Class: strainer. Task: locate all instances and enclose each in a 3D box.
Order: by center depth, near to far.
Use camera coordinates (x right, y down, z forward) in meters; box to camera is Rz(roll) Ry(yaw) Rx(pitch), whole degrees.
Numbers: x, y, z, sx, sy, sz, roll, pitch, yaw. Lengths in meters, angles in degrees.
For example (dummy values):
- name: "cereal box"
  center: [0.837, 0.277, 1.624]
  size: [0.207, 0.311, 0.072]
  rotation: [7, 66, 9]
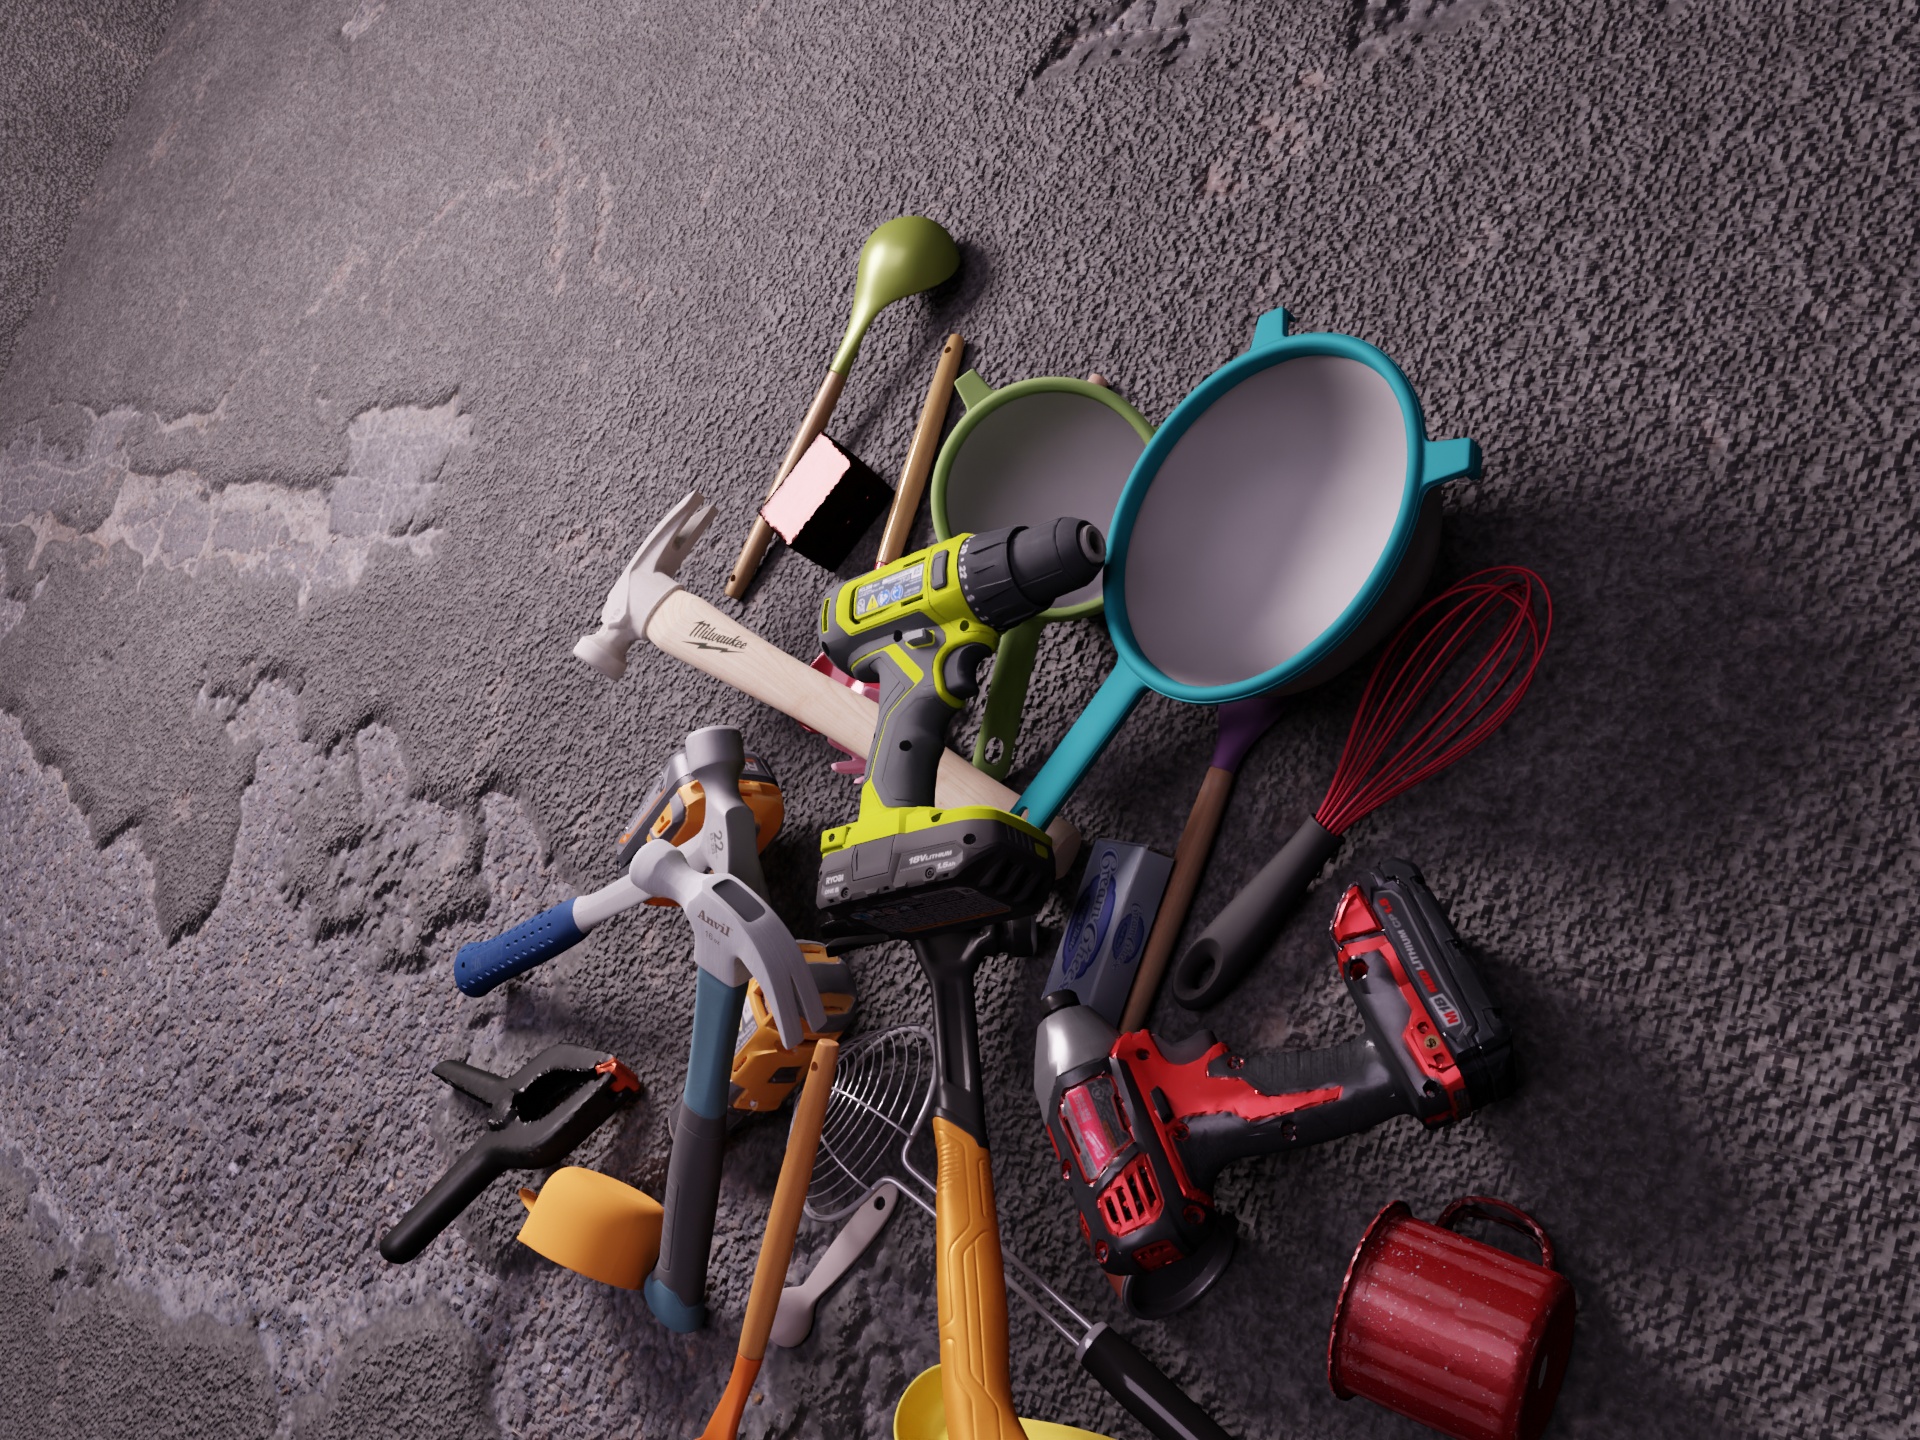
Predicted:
- name: "strainer"
  center: [0.148, -0.046, 0.884]
  size: [0.340, 0.095, 0.211]
  rotation: [-54, 38, 18]
- name: "strainer"
  center: [0.048, -0.087, 1.013]
  size: [0.151, 0.069, 0.256]
  rotation: [14, 98, 5]

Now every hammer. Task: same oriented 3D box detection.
- name: "hammer"
  center: [-0.006, 0.241, 0.843]
  size: [0.127, 0.034, 0.337]
  rotation: [-5, 49, -1]
- name: "hammer"
  center: [-0.151, 0.232, 0.927]
  size: [0.128, 0.033, 0.330]
  rotation: [28, 123, 26]
- name: "hammer"
  center: [-0.084, -0.018, 1.037]
  size: [0.411, 0.038, 0.146]
  rotation: [30, 84, 32]
- name: "hammer"
  center: [-0.247, 0.133, 1.064]
  size: [0.405, 0.035, 0.144]
  rotation: [-28, 67, 47]

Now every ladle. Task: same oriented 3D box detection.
- name: "ladle"
  center: [-0.047, -0.133, 1.124]
  size: [0.069, 0.031, 0.315]
  rotation: [8, 74, 32]
- name: "ladle"
  center: [-0.096, -0.233, 1.203]
  size: [0.078, 0.062, 0.320]
  rotation: [32, 98, 39]

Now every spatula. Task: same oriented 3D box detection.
- name: "spatula"
  center: [-0.107, 0.336, 0.905]
  size: [0.081, 0.041, 0.322]
  rotation: [19, 97, 44]
- name: "spatula"
  center: [0.142, 0.053, 0.905]
  size: [0.060, 0.018, 0.316]
  rotation: [16, 80, 39]

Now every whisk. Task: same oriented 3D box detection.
- name: "whisk"
  center: [0.206, 0.041, 0.839]
  size: [0.296, 0.073, 0.073]
  rotation: [-54, 49, 15]

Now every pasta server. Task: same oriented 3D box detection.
- name: "pasta server"
  center: [0.012, -0.095, 1.055]
  size: [0.060, 0.040, 0.316]
  rotation: [29, 89, 32]

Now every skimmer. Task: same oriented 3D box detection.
- name: "skimmer"
  center: [0.036, 0.299, 0.872]
  size: [0.364, 0.090, 0.127]
  rotation: [34, 86, 31]

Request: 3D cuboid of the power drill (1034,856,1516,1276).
- name: "power drill"
  center: [0.143, 0.162, 0.776]
  size: [0.219, 0.078, 0.143]
  rotation: [-26, 55, 5]

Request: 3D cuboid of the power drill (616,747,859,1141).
- name: "power drill"
  center: [-0.158, 0.154, 1.041]
  size: [0.185, 0.084, 0.226]
  rotation: [-52, 47, 33]

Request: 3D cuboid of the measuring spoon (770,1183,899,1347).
- name: "measuring spoon"
  center: [-0.080, 0.325, 0.955]
  size: [0.124, 0.018, 0.034]
  rotation: [-52, 49, 6]

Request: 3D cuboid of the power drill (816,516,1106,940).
- name: "power drill"
  center: [-0.001, -0.003, 0.906]
  size: [0.190, 0.080, 0.229]
  rotation: [-17, 59, 36]

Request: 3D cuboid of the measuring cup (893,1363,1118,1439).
- name: "measuring cup"
  center: [0.035, 0.379, 0.830]
  size: [0.156, 0.029, 0.062]
  rotation: [-2, 46, 35]

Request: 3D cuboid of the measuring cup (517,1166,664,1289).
- name: "measuring cup"
  center: [-0.255, 0.321, 1.062]
  size: [0.174, 0.095, 0.052]
  rotation: [8, 70, 58]
